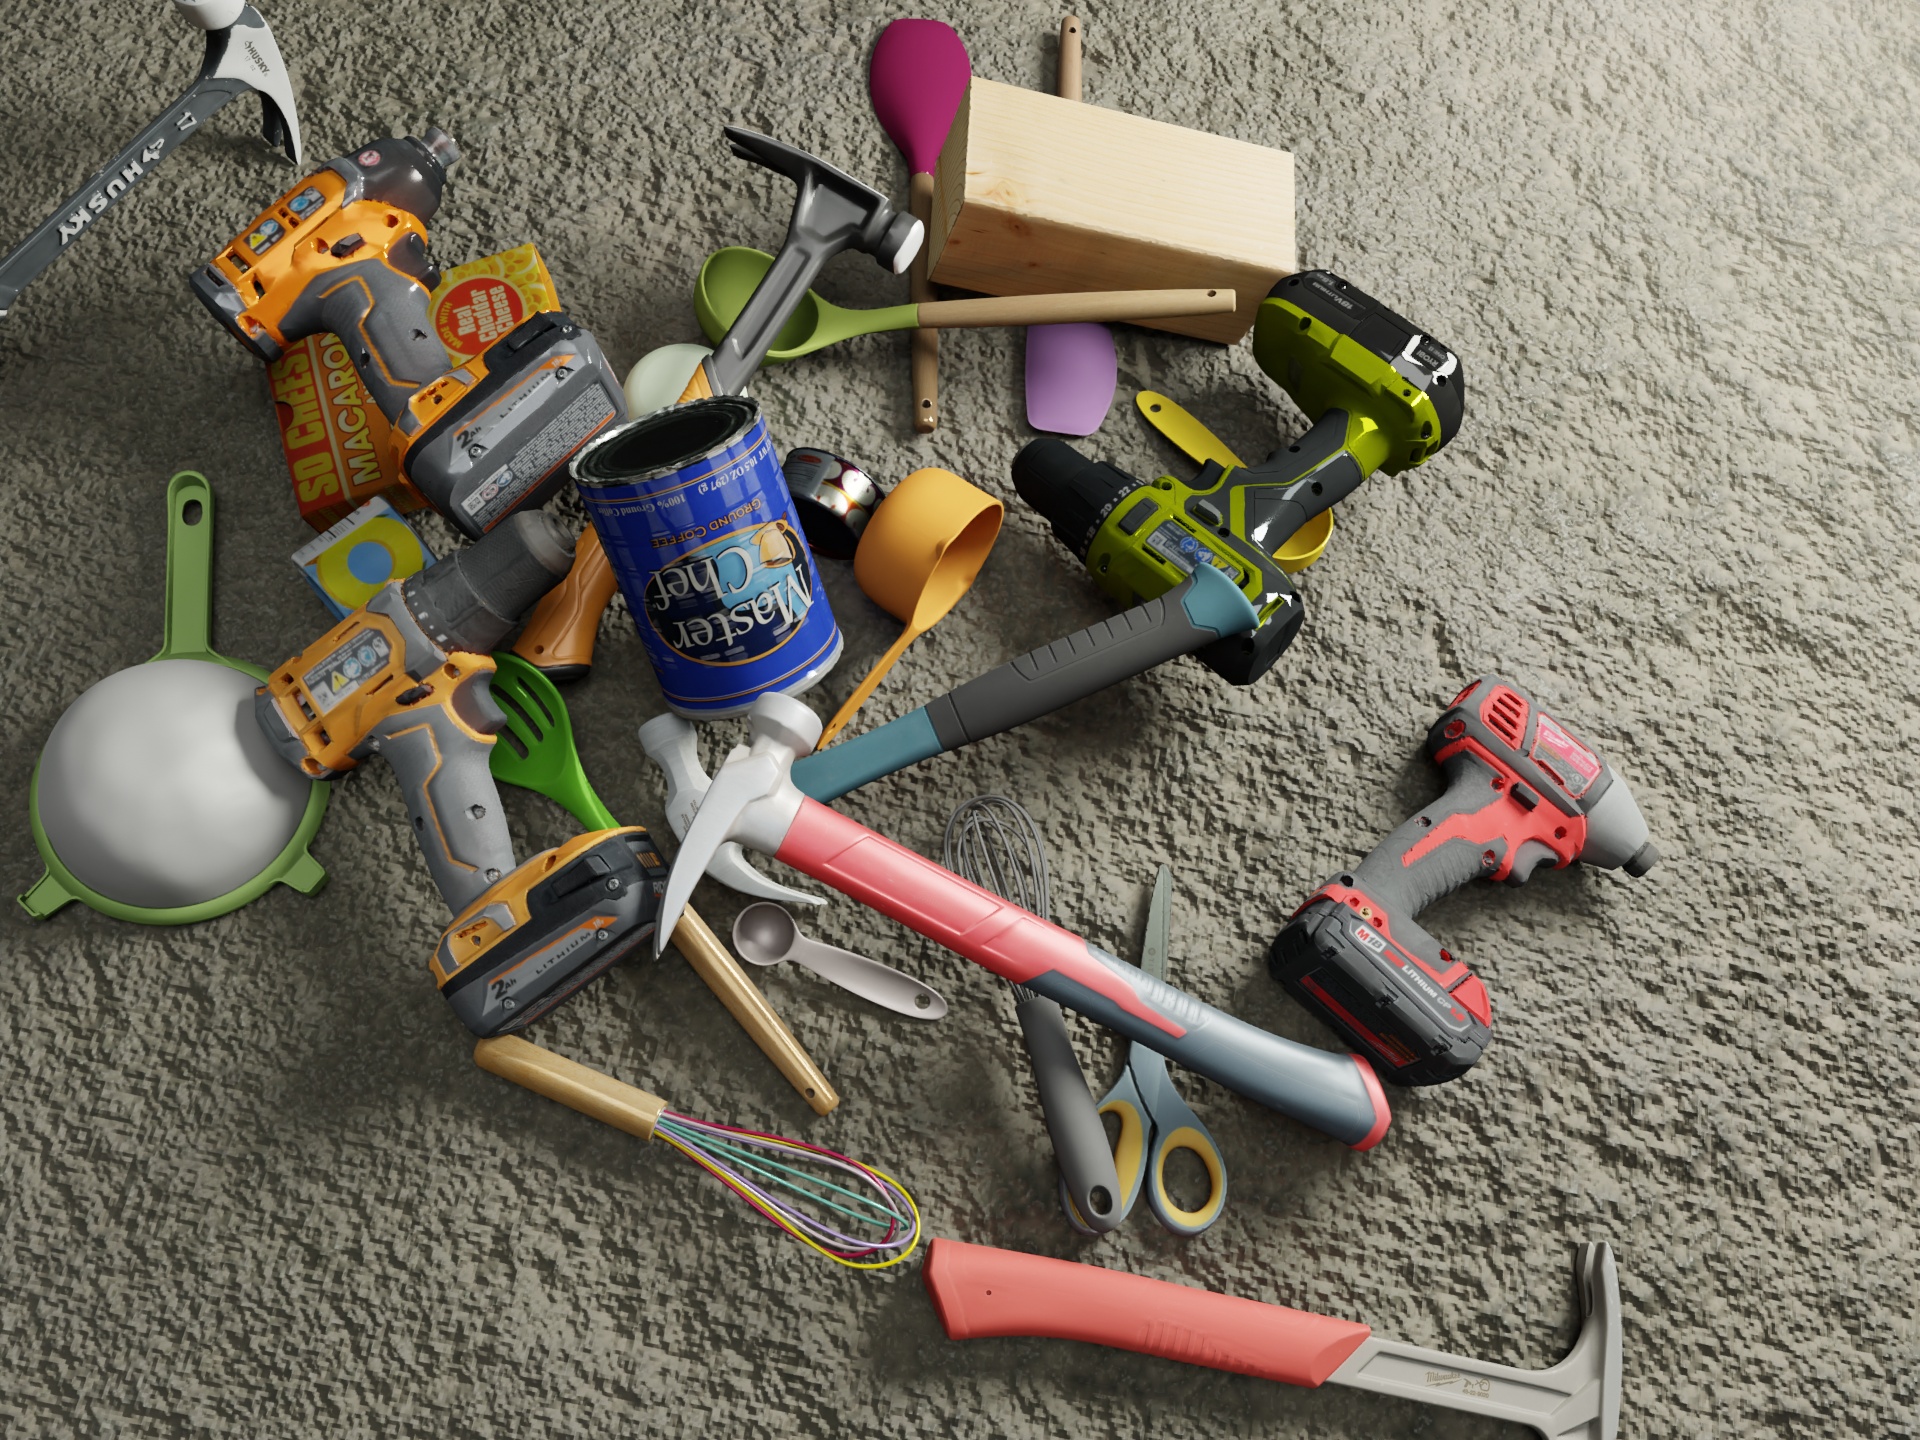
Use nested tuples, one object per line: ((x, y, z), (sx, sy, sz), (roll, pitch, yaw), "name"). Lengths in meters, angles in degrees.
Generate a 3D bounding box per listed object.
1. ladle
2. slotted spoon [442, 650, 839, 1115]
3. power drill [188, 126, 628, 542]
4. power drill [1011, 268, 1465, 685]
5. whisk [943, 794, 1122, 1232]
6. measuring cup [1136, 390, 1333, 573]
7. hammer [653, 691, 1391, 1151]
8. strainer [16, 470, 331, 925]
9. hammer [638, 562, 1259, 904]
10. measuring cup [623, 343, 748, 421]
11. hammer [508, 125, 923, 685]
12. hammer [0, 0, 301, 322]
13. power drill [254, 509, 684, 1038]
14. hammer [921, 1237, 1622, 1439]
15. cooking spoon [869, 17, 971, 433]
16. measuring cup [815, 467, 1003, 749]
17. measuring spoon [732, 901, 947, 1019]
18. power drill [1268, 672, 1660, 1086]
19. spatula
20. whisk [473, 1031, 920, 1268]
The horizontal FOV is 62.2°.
((0.000, -0.249, 0.939), (0.320, 0.062, 0.078), (-1, 59, 8), "ladle")
((-0.169, 0.086, 0.848), (0.070, 0.031, 0.314), (-43, 82, 19), "slotted spoon")
((-0.285, -0.219, 0.856), (0.227, 0.084, 0.164), (41, 79, 17), "power drill")
((0.161, -0.153, 0.926), (0.191, 0.080, 0.228), (41, 76, 19), "power drill")
((0.043, 0.149, 0.840), (0.055, 0.055, 0.239), (-13, 72, -11), "whisk")
((0.164, -0.149, 0.982), (0.062, 0.029, 0.157), (-38, 67, -14), "measuring cup")
((0.040, 0.135, 0.799), (0.386, 0.038, 0.143), (28, 68, -7), "hammer")
((-0.416, -0.024, 0.836), (0.151, 0.069, 0.256), (-4, 73, -8), "strainer")
((-0.001, -0.003, 0.850), (0.331, 0.033, 0.128), (-24, 82, 4), "hammer")
((-0.207, -0.195, 0.939), (0.167, 0.038, 0.083), (10, 70, -5), "measuring cup")
((-0.158, -0.172, 0.898), (0.127, 0.034, 0.337), (30, 84, 4), "hammer")
((-0.530, -0.243, 0.887), (0.036, 0.149, 0.409), (40, 80, 8), "hammer")
((-0.231, 0.021, 0.807), (0.185, 0.084, 0.226), (-36, 81, 7), "power drill")
((0.159, 0.306, 0.809), (0.359, 0.036, 0.149), (13, 69, -3), "hammer")
((-0.024, -0.326, 1.020), (0.068, 0.017, 0.319), (1, 70, -6), "cooking spoon")
((-0.046, -0.066, 0.902), (0.052, 0.095, 0.173), (37, 89, 12), "measuring cup")
((-0.064, 0.132, 0.856), (0.124, 0.018, 0.034), (25, 91, -5), "measuring spoon")
((0.286, 0.090, 0.883), (0.143, 0.078, 0.220), (41, 68, 8), "power drill")
((0.072, -0.326, 1.032), (0.059, 0.018, 0.316), (5, 71, -10), "spatula")
((-0.134, 0.214, 0.802), (0.245, 0.051, 0.047), (22, 75, 4), "whisk")
